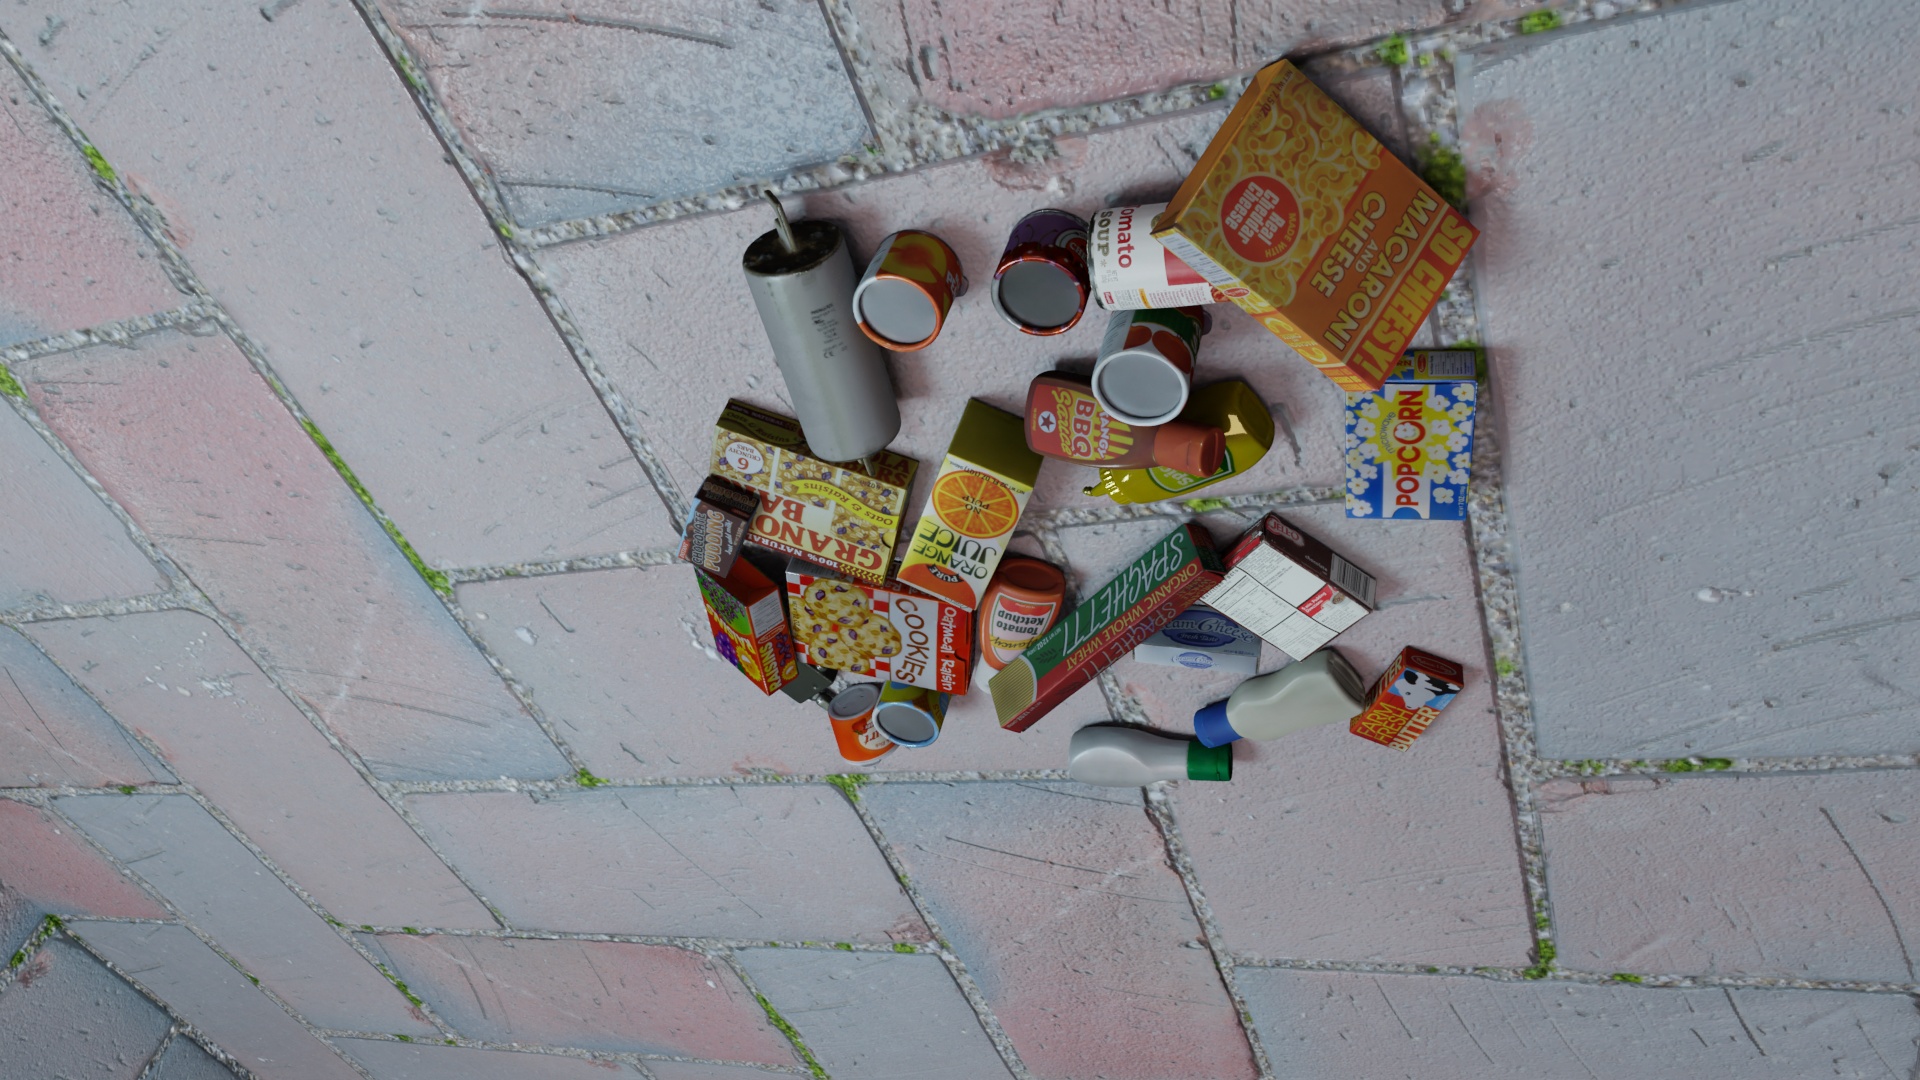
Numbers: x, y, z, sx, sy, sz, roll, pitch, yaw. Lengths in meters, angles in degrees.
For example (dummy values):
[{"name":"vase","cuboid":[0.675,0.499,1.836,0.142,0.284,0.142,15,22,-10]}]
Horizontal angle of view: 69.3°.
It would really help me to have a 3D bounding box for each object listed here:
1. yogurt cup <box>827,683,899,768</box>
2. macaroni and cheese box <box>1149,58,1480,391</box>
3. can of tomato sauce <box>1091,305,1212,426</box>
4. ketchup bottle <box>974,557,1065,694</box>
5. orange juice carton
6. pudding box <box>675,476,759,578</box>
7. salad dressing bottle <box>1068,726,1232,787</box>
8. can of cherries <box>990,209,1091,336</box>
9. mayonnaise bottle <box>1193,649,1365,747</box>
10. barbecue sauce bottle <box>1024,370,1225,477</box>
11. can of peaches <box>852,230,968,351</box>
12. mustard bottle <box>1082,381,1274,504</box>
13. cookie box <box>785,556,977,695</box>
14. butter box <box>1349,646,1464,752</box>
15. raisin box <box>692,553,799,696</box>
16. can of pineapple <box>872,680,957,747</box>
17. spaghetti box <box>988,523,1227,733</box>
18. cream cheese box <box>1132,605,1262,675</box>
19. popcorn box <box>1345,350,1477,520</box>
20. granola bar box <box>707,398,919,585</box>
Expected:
[{"name":"yogurt cup","cuboid":[-0.094,0.175,1.343,0.072,0.073,0.053,-7,122,25]},{"name":"macaroni and cheese box","cuboid":[0.216,-0.187,0.843,0.166,0.124,0.040,35,175,-16]},{"name":"can of tomato sauce","cuboid":[0.131,-0.128,0.952,0.071,0.083,0.070,10,135,10]},{"name":"ketchup bottle","cuboid":[0.045,0.078,1.212,0.065,0.044,0.148,11,137,-5]},{"name":"orange juice carton","cuboid":[0.004,-0.014,1.114,0.072,0.073,0.191,22,135,-1]},{"name":"pudding box","cuboid":[-0.205,-0.011,1.165,0.050,0.030,0.083,26,137,-5]},{"name":"salad dressing bottle","cuboid":[0.177,0.202,1.289,0.147,0.044,0.064,0,131,18]},{"name":"can of cherries","cuboid":[0.060,-0.181,0.942,0.071,0.059,0.071,10,135,10]},{"name":"mayonnaise bottle","cuboid":[0.270,0.142,1.199,0.147,0.041,0.064,-27,118,38]},{"name":"barbecue sauce bottle","cuboid":[0.116,-0.079,0.992,0.148,0.044,0.064,18,115,36]},{"name":"can of peaches","cuboid":[-0.035,-0.175,0.982,0.071,0.058,0.070,10,135,10]},{"name":"mustard bottle","cuboid":[0.154,-0.061,1.034,0.159,0.049,0.065,-27,116,37]},{"name":"cookie box","cuboid":[-0.069,0.073,1.249,0.167,0.040,0.122,11,136,9]},{"name":"butter box","cuboid":[0.373,0.135,1.167,0.053,0.024,0.103,20,136,-1]},{"name":"raisin box","cuboid":[-0.195,0.072,1.268,0.086,0.040,0.122,34,146,34]},{"name":"can of pineapple","cuboid":[-0.043,0.153,1.305,0.071,0.058,0.070,10,135,10]},{"name":"spaghetti box","cuboid":[0.116,0.076,1.149,0.029,0.050,0.249,17,133,-39]},{"name":"cream cheese box","cuboid":[0.198,0.080,1.154,0.104,0.054,0.024,5,132,15]},{"name":"popcorn box","cuboid":[0.314,-0.073,0.975,0.085,0.038,0.126,1,133,17]},{"name":"granola bar box","cuboid":[-0.128,-0.037,1.163,0.166,0.039,0.123,19,136,1]}]
